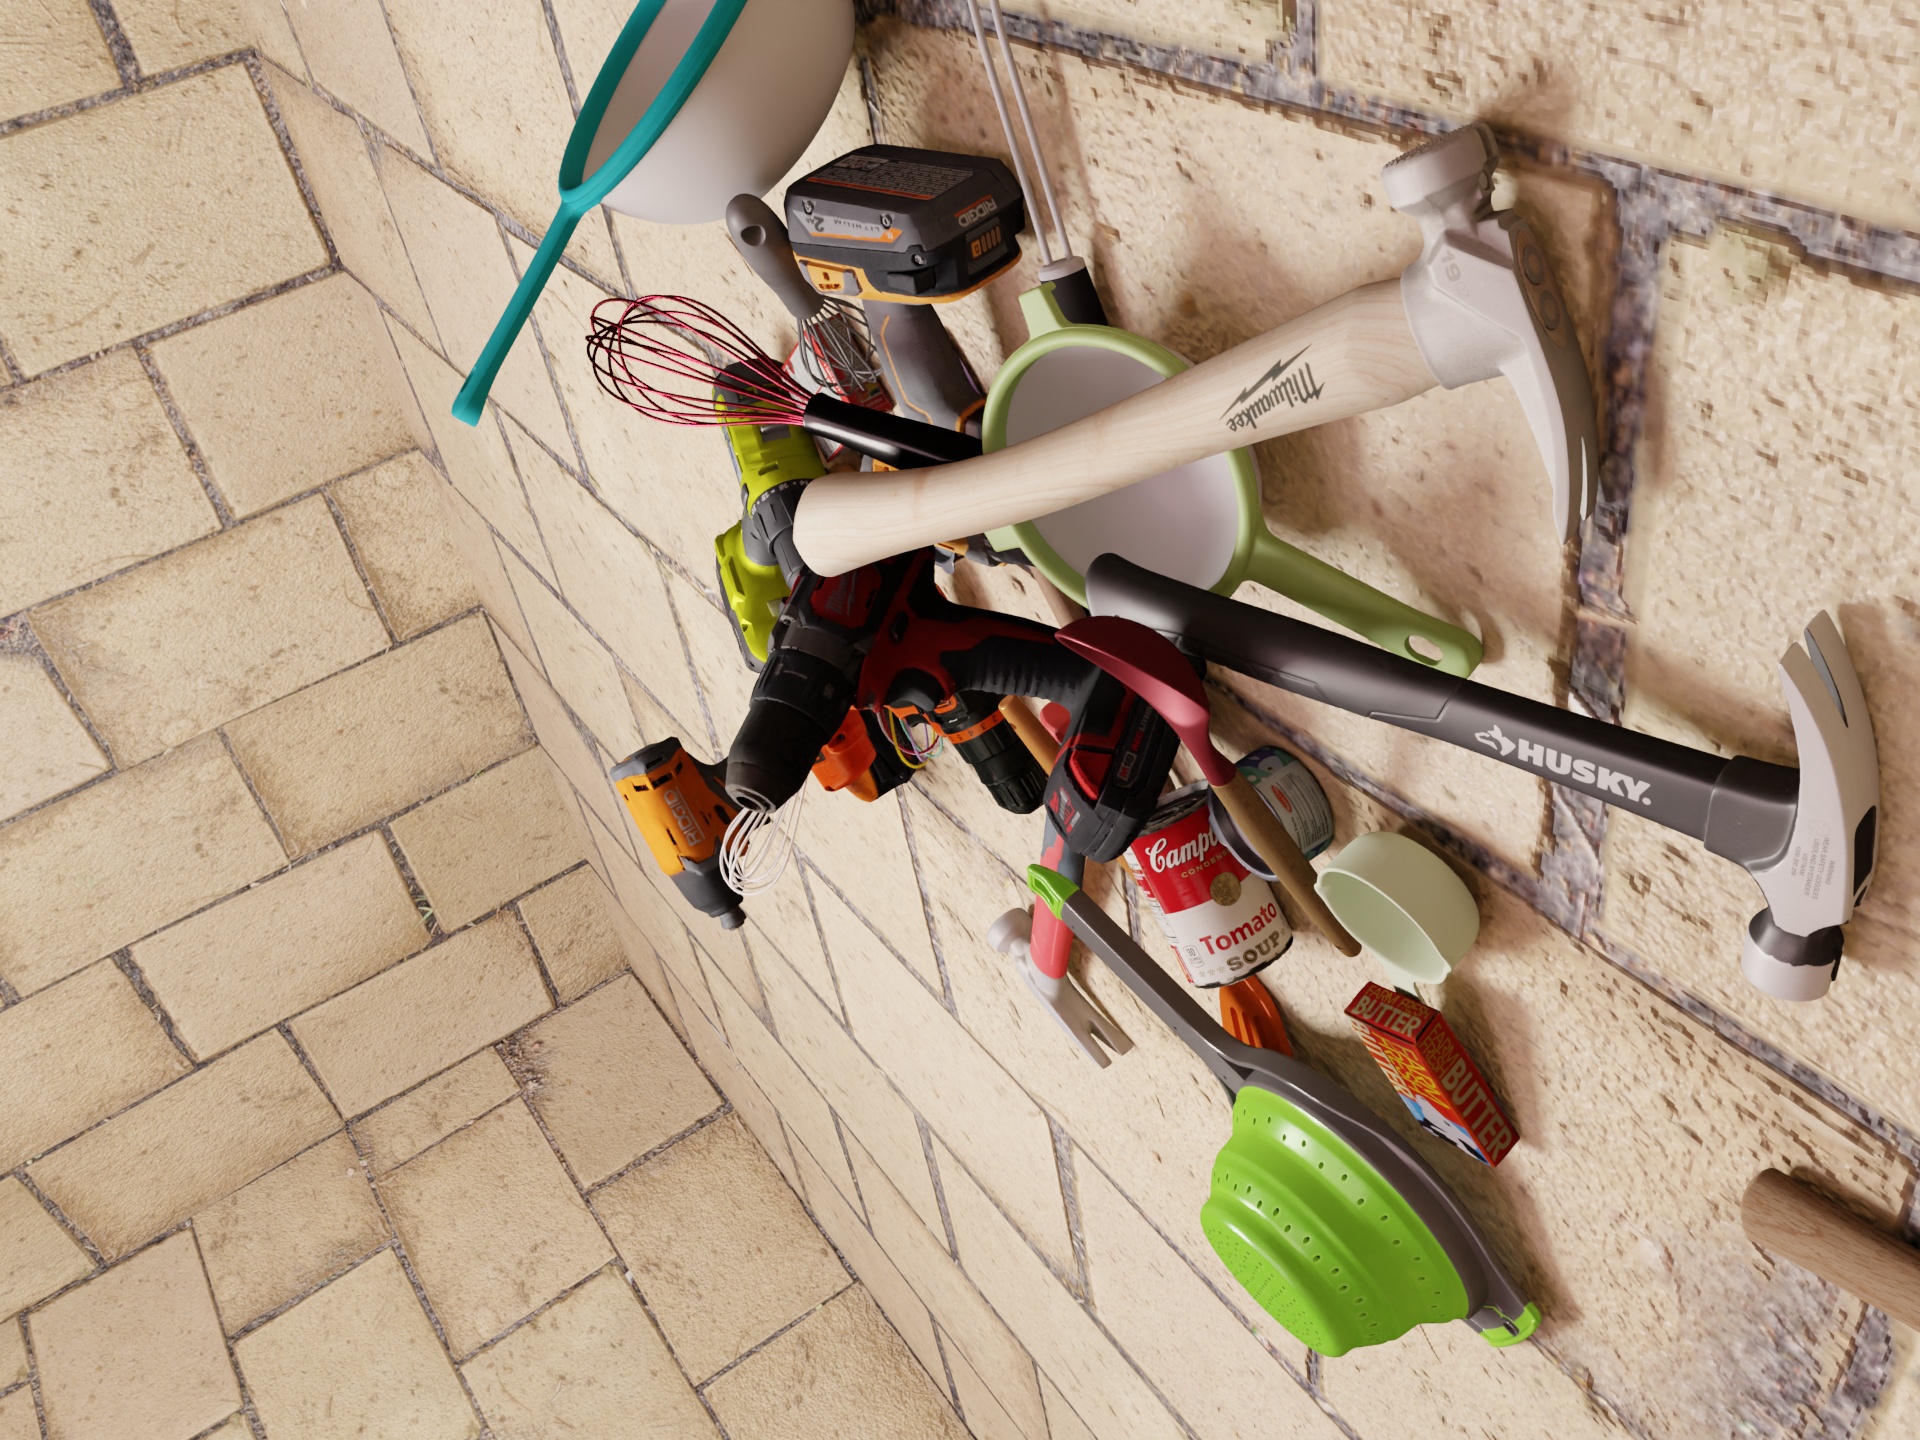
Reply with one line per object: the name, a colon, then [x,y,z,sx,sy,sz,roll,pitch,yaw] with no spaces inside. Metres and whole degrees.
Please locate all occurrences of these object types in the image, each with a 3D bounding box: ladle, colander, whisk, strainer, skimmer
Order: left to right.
strainer: [-0.156,-0.292,0.862,0.095,0.340,0.211,27,-170,-30]
whisk: [-0.094,-0.173,0.867,0.296,0.073,0.073,24,143,25]
whisk: [-0.121,0.023,1.239,0.059,0.246,0.057,26,180,24]
whisk: [-0.087,-0.243,0.920,0.055,0.055,0.239,56,-175,14]
whisk: [-0.057,-0.074,1.190,0.051,0.047,0.244,26,136,58]
skimmer: [0.019,-0.254,0.722,0.127,0.090,0.363,-8,119,26]
colander: [0.153,0.246,0.958,0.397,0.094,0.204,44,162,22]
strainer: [0.129,-0.098,0.729,0.256,0.069,0.151,32,139,21]
ladle: [0.135,0.040,0.758,0.069,0.031,0.315,27,166,46]

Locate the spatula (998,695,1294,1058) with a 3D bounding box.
spatula: [0.117,0.111,0.966,0.322,0.041,0.081,51,163,-20]

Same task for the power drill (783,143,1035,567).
power drill: [0.005,-0.181,0.855,0.185,0.084,0.226,24,142,39]

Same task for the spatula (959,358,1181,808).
spatula: [0.052,-0.087,0.956,0.316,0.018,0.060,61,151,2]

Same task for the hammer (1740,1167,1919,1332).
hammer: [0.415,0.242,0.527,0.332,0.031,0.130,28,142,55]

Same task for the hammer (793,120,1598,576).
hammer: [0.066,-0.109,0.692,0.411,0.038,0.146,-11,110,48]

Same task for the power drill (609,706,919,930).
power drill: [-0.152,0.058,1.309,0.164,0.226,0.084,63,159,-5]

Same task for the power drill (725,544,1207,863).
power drill: [-0.001,-0.003,0.858,0.226,0.188,0.080,24,155,1]

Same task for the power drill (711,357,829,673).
power drill: [-0.134,-0.131,1.195,0.228,0.080,0.191,104,149,-61]

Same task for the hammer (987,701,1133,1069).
hammer: [0.079,0.114,1.089,0.143,0.038,0.386,48,158,25]

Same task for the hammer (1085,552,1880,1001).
hammer: [0.184,-0.013,0.634,0.335,0.035,0.146,24,139,38]

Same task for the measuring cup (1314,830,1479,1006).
measuring cup: [0.231,0.115,0.794,0.083,0.038,0.167,32,161,45]
